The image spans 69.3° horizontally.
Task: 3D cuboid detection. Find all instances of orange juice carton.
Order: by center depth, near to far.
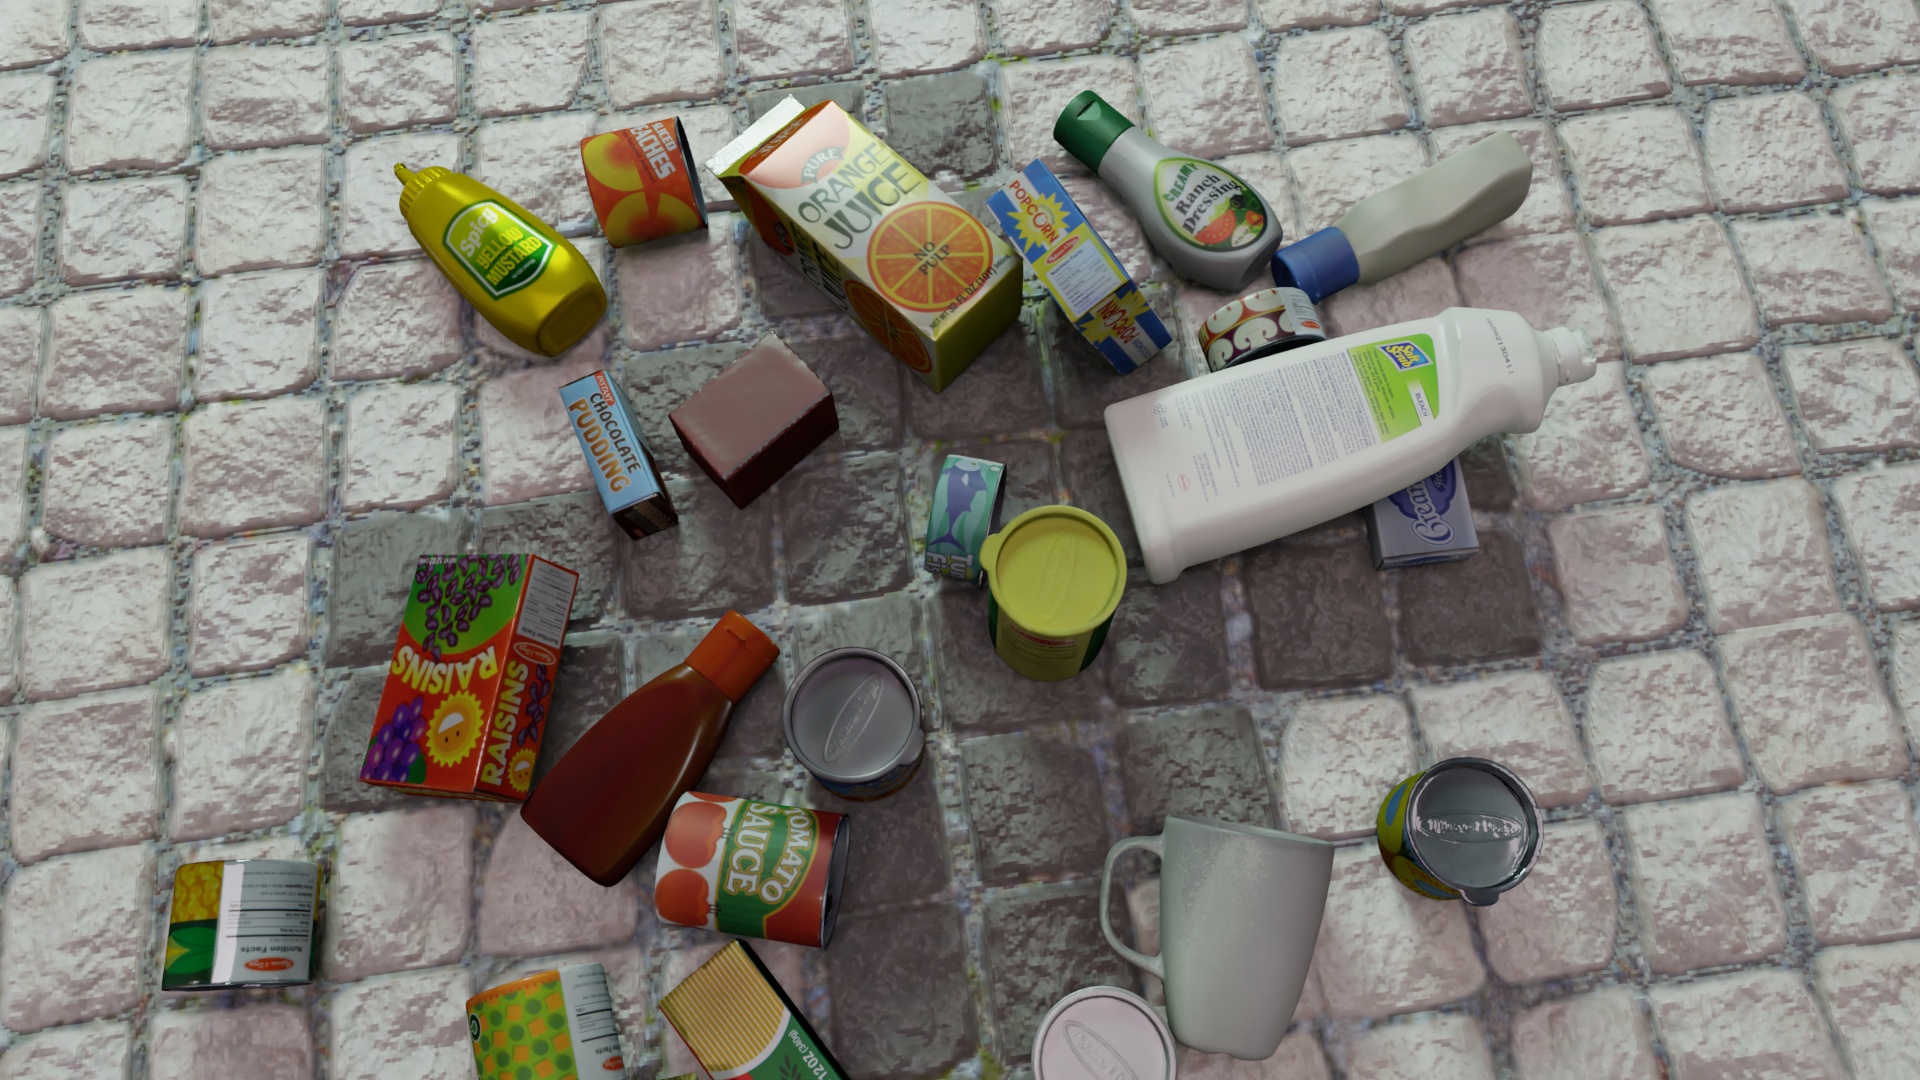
[{"bbox_3d":[-0.057,-0.180,0.797,0.193,0.073,0.072,42,78,13],"label":"orange juice carton"}]

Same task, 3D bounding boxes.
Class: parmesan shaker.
[{"bbox_3d":[0.044,0.028,0.711,0.071,0.102,0.071,0,72,0],"label":"parmesan shaker"}]

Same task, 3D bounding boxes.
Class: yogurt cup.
[{"bbox_3d":[0.067,0.249,0.664,0.072,0.053,0.072,0,72,1],"label":"yogurt cup"}]

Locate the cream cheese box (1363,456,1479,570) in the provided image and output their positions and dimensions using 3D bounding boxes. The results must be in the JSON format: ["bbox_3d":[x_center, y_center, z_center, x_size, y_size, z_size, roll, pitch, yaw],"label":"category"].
[{"bbox_3d":[0.249,-0.037,0.771,0.053,0.024,0.104,-6,72,1],"label":"cream cheese box"}]

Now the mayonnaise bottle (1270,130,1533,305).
[{"bbox_3d":[0.252,-0.181,0.801,0.148,0.064,0.041,-26,71,-4],"label":"mayonnaise bottle"}]

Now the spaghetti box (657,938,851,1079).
[{"bbox_3d":[-0.050,0.303,0.662,0.050,0.028,0.250,-39,75,-10],"label":"spaghetti box"}]

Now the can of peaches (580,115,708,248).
[{"bbox_3d":[-0.184,-0.210,0.810,0.058,0.071,0.071,-14,72,-2],"label":"can of peaches"}]

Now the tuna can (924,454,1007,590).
[{"bbox_3d":[0.003,-0.009,0.744,0.033,0.071,0.071,11,73,6],"label":"tuna can"}]

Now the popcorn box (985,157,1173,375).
[{"bbox_3d":[0.067,-0.145,0.755,0.038,0.126,0.085,-36,74,11],"label":"popcorn box"}]

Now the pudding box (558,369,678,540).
[{"bbox_3d":[-0.188,-0.047,0.767,0.030,0.049,0.084,-25,73,-5],"label":"pudding box"}]

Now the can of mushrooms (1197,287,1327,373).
[{"bbox_3d":[0.166,-0.110,0.776,0.071,0.071,0.033,-15,73,-4],"label":"can of mushrooms"}]

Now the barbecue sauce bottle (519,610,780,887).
[{"bbox_3d":[-0.155,0.103,0.721,0.065,0.043,0.149,36,75,16],"label":"barbecue sauce bottle"}]

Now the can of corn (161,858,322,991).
[{"bbox_3d":[-0.354,0.190,0.685,0.071,0.071,0.058,-4,72,0],"label":"can of corn"}]

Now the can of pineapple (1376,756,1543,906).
[{"bbox_3d":[0.247,0.147,0.694,0.071,0.057,0.071,0,72,1],"label":"can of pineapple"}]

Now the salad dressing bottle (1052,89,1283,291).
[{"bbox_3d":[0.120,-0.208,0.819,0.148,0.044,0.064,42,78,13],"label":"salad dressing bottle"}]

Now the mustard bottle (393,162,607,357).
[{"bbox_3d":[-0.280,-0.174,0.811,0.160,0.048,0.065,39,75,12],"label":"mustard bottle"}]

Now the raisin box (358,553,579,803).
[{"bbox_3d":[-0.254,0.070,0.720,0.086,0.040,0.124,-1,70,28],"label":"raisin box"}]

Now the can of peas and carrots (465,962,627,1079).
[{"bbox_3d":[-0.201,0.241,0.665,0.071,0.070,0.059,-16,72,-4],"label":"can of peas and carrots"}]

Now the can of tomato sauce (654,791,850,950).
[{"bbox_3d":[-0.102,0.161,0.687,0.083,0.071,0.071,8,72,4],"label":"can of tomato sauce"}]

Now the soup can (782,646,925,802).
[{"bbox_3d":[-0.049,0.096,0.700,0.071,0.083,0.071,0,73,1],"label":"soup can"}]
